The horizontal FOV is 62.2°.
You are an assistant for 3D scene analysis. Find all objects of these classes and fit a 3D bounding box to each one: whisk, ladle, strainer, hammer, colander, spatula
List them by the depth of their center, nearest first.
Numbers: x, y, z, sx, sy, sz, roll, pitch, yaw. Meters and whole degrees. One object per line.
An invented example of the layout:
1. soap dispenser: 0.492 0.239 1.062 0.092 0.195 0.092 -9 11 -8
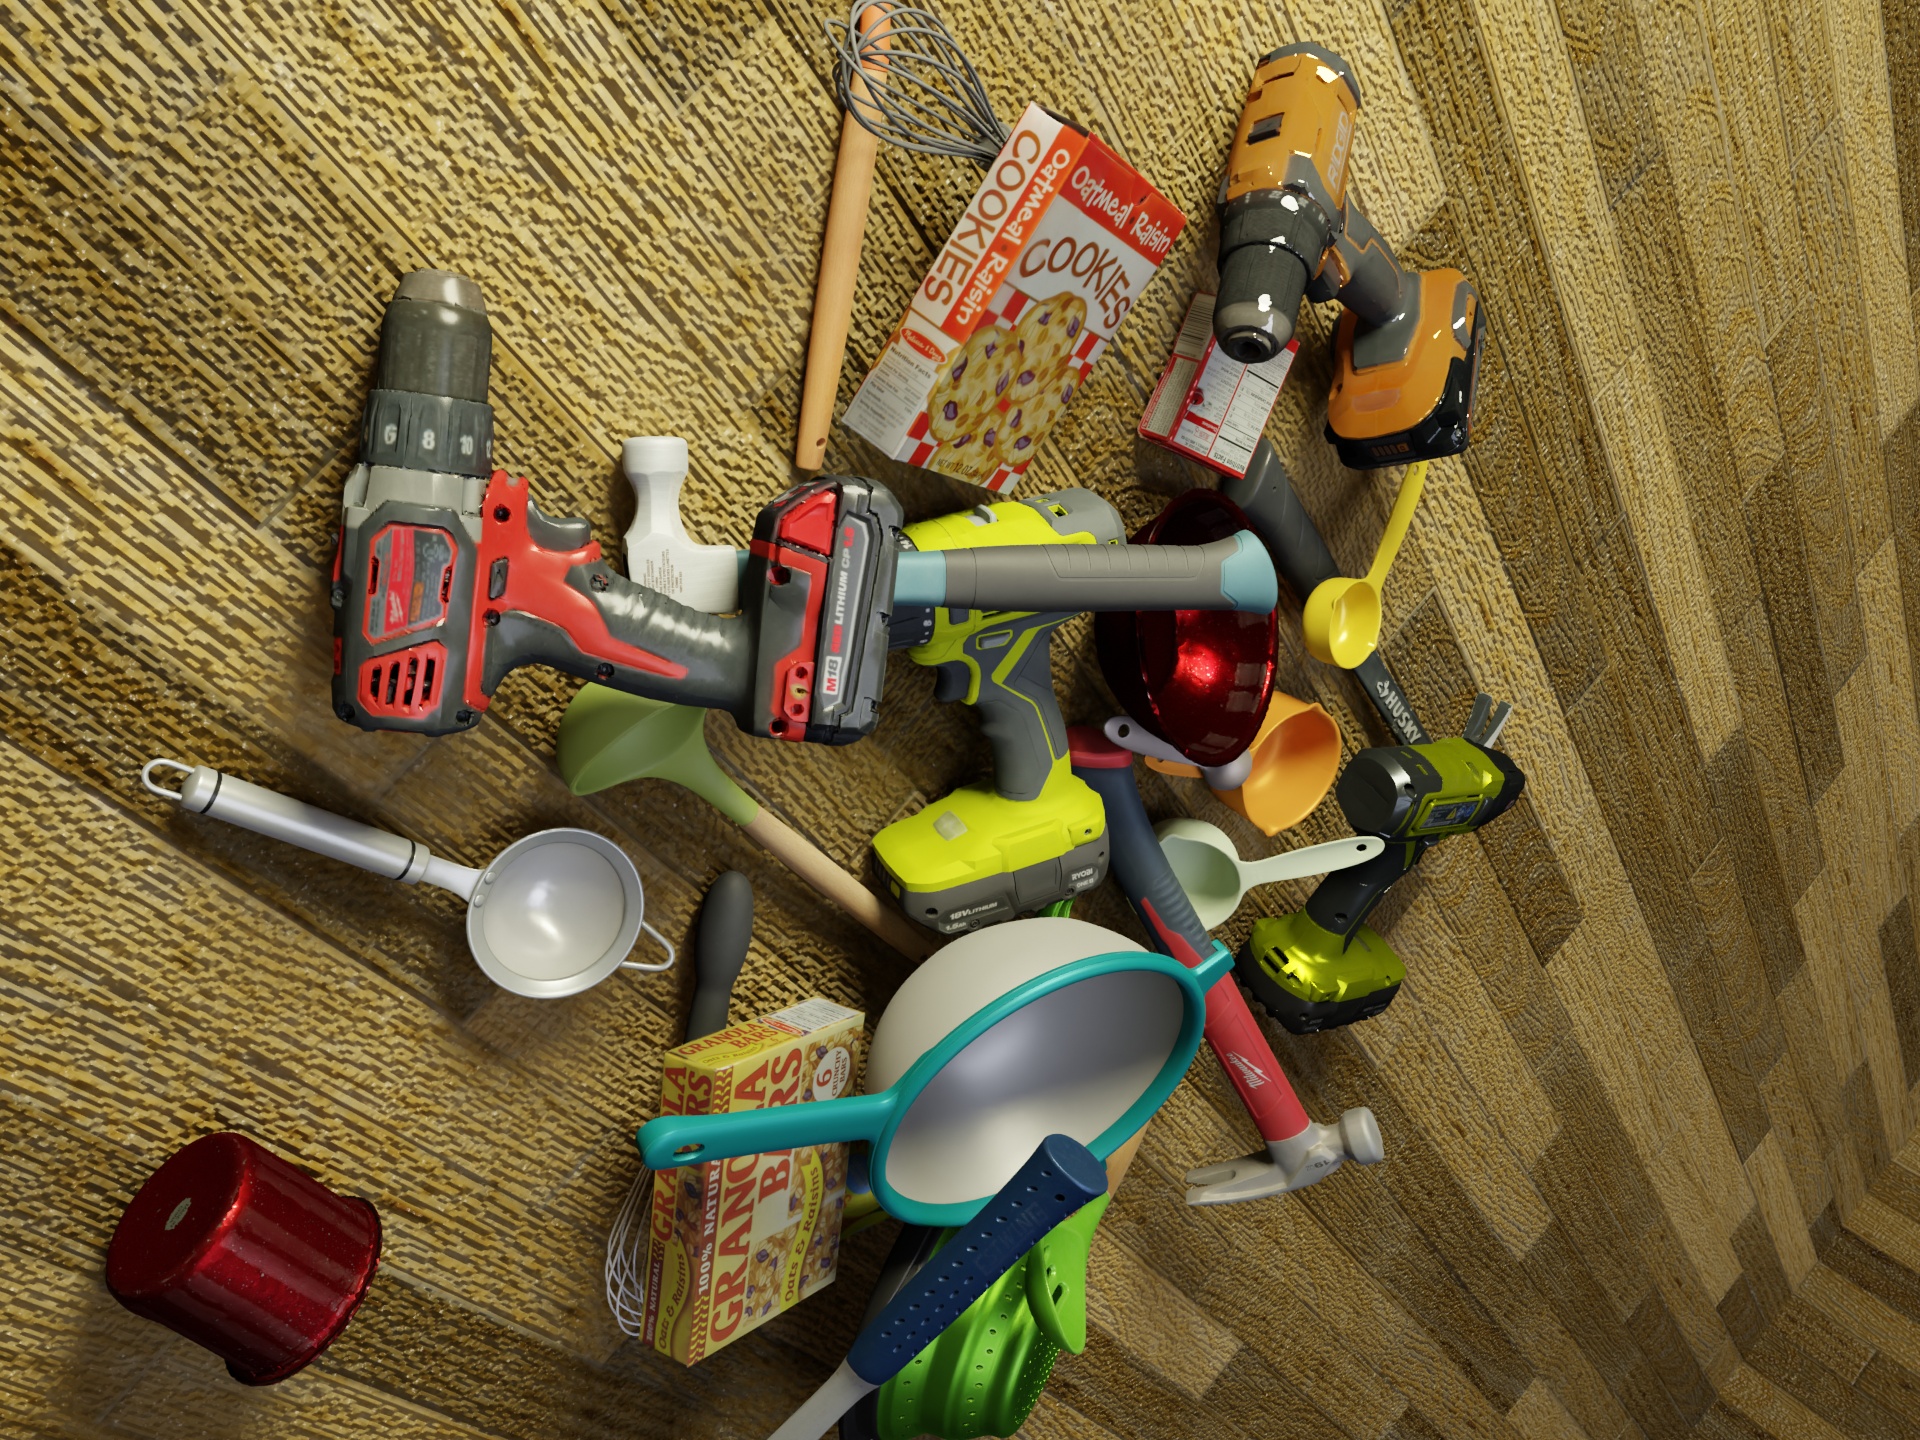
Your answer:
1. spatula: -0.039 -0.269 0.723 0.081 0.041 0.322 -11 120 -45
2. strainer: -0.246 0.066 0.734 0.258 0.050 0.087 28 87 -38
3. whisk: 0.013 -0.267 0.737 0.238 0.055 0.055 7 108 -59
4. hammer: 0.003 -0.071 0.779 0.331 0.033 0.128 -2 99 -17
5. ladle: -0.094 0.070 0.842 0.078 0.062 0.319 -38 134 7
6. strainer: -0.026 0.179 0.857 0.340 0.095 0.211 1 127 -36
7. whisk: -0.150 0.216 0.882 0.070 0.070 0.284 1 106 -39
8. hammer: -0.065 0.372 0.905 0.144 0.035 0.405 38 111 -4
9. colander: 0.037 0.304 1.006 0.204 0.094 0.397 14 94 -70
10. hammer: 0.141 0.169 1.042 0.143 0.038 0.386 -22 115 19
11. hammer: 0.278 -0.051 1.094 0.149 0.036 0.408 -51 133 -8

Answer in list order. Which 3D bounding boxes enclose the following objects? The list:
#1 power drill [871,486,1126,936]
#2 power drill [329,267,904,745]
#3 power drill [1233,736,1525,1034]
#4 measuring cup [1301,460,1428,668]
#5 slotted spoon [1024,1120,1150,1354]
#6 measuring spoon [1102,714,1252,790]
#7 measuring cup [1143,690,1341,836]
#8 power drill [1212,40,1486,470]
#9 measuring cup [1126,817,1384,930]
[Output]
1. power drill: -0.001 -0.003 0.866 0.190 0.080 0.228 -16 120 -20
2. power drill: -0.144 -0.080 0.672 0.226 0.080 0.188 5 96 -17
3. power drill: 0.302 0.112 1.128 0.171 0.080 0.223 -2 129 -38
4. measuring cup: 0.261 -0.107 1.021 0.062 0.029 0.156 36 74 -43
5. slotted spoon: 0.096 0.294 1.023 0.070 0.031 0.314 68 25 -9
6. measuring spoon: 0.135 0.018 0.965 0.124 0.018 0.034 17 95 -36
7. measuring cup: 0.171 0.020 1.036 0.173 0.052 0.095 6 108 -36
8. power drill: 0.211 -0.228 0.879 0.226 0.084 0.185 40 57 -43
9. measuring cup: 0.189 0.089 1.037 0.167 0.038 0.083 -13 117 10
